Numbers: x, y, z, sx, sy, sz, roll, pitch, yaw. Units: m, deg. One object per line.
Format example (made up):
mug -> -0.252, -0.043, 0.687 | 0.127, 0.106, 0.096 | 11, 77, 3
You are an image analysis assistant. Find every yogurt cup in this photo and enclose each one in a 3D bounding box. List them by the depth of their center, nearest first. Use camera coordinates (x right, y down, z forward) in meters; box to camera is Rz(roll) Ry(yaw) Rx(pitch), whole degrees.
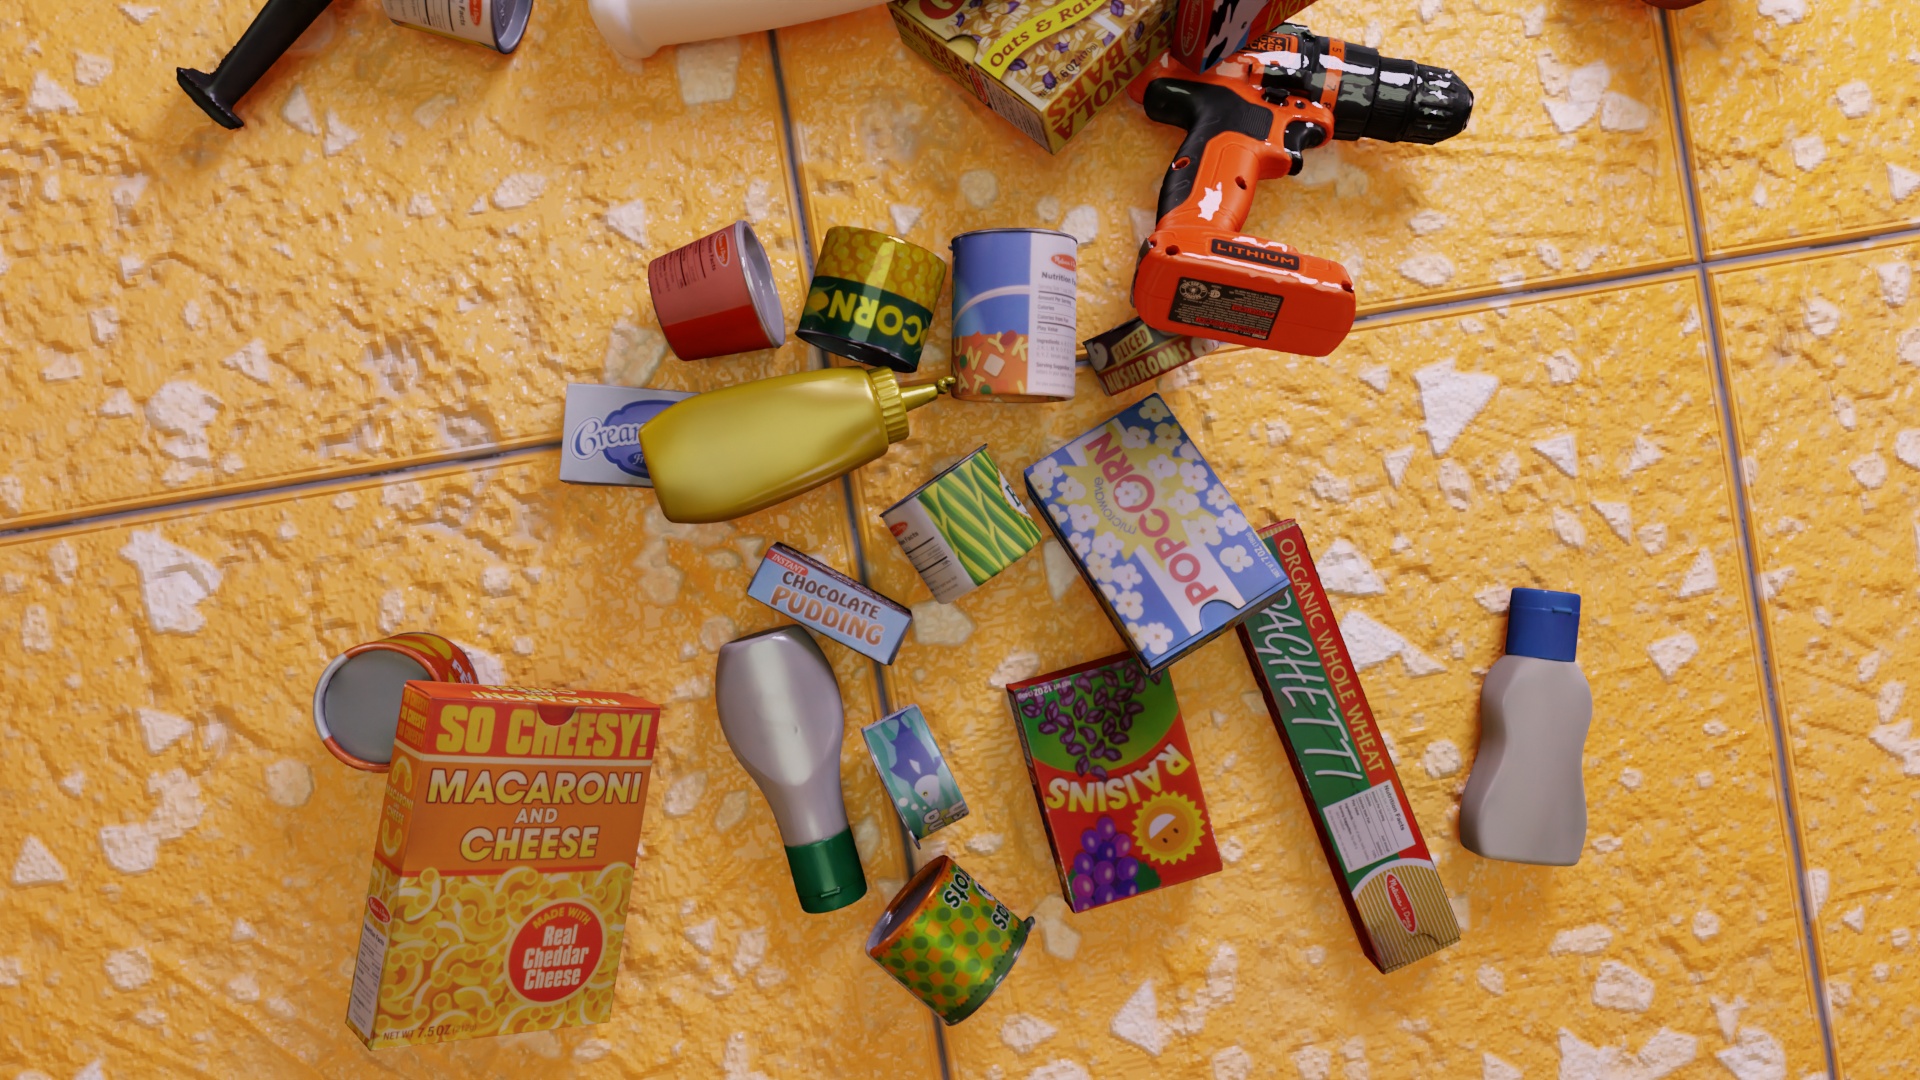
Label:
yogurt cup -> -0.126, -0.126, 0.717 | 0.054, 0.072, 0.072 | -16, 92, 4

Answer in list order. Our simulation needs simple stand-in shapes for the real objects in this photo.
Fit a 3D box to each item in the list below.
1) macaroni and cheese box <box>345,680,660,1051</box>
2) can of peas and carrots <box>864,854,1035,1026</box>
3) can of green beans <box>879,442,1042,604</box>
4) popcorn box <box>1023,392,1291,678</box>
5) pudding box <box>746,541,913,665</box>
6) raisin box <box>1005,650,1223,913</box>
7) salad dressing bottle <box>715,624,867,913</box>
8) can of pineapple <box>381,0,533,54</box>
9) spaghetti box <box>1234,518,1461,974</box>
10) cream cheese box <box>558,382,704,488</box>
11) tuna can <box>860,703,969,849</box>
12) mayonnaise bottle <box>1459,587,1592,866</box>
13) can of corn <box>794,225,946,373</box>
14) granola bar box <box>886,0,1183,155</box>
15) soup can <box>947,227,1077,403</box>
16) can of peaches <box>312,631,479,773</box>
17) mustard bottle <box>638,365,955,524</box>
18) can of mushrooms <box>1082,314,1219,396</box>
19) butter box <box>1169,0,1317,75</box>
macaroni and cheese box -> -0.222, 0.158, 0.689 | 0.124, 0.040, 0.166 | 10, 89, -42
can of peas and carrots -> -0.006, 0.206, 0.724 | 0.059, 0.071, 0.071 | 41, 87, -3
can of green beans -> 0.001, -0.008, 0.725 | 0.071, 0.071, 0.058 | -34, 93, -3
popcorn box -> 0.100, -0.003, 0.727 | 0.085, 0.038, 0.127 | -30, 71, -5
pudding box -> -0.067, 0.033, 0.728 | 0.084, 0.049, 0.030 | 28, 90, -3
raisin box -> 0.081, 0.126, 0.745 | 0.086, 0.040, 0.123 | -16, 90, -5
salad dressing bottle -> -0.086, 0.120, 0.730 | 0.064, 0.044, 0.147 | -15, 92, -5
can of pineapple -> -0.254, -0.289, 0.707 | 0.058, 0.071, 0.071 | 14, 89, -4
spaghetti box -> 0.203, 0.110, 0.760 | 0.050, 0.028, 0.250 | -22, 92, -4
cream cheese box -> -0.156, -0.053, 0.734 | 0.104, 0.024, 0.053 | 3, 88, -5
tuna can -> -0.022, 0.122, 0.722 | 0.033, 0.071, 0.071 | -26, 92, -4
mayonnaise bottle -> 0.314, 0.101, 0.763 | 0.065, 0.041, 0.148 | 7, 88, -6
can of corn -> -0.045, -0.125, 0.719 | 0.071, 0.071, 0.058 | 17, 88, -4
granola bar box -> 0.062, -0.296, 0.718 | 0.165, 0.039, 0.124 | -44, 64, -3
soup can -> 0.026, -0.116, 0.729 | 0.071, 0.071, 0.083 | 1, 91, -4
can of peaches -> -0.283, 0.082, 0.707 | 0.071, 0.058, 0.071 | 0, 90, -4
mustard bottle -> -0.078, -0.055, 0.704 | 0.160, 0.049, 0.065 | -17, 93, -8
can of mushrooms -> 0.100, -0.103, 0.731 | 0.071, 0.071, 0.033 | -24, 94, -4
butter box -> 0.151, -0.282, 0.700 | 0.104, 0.053, 0.024 | -36, 66, -21
